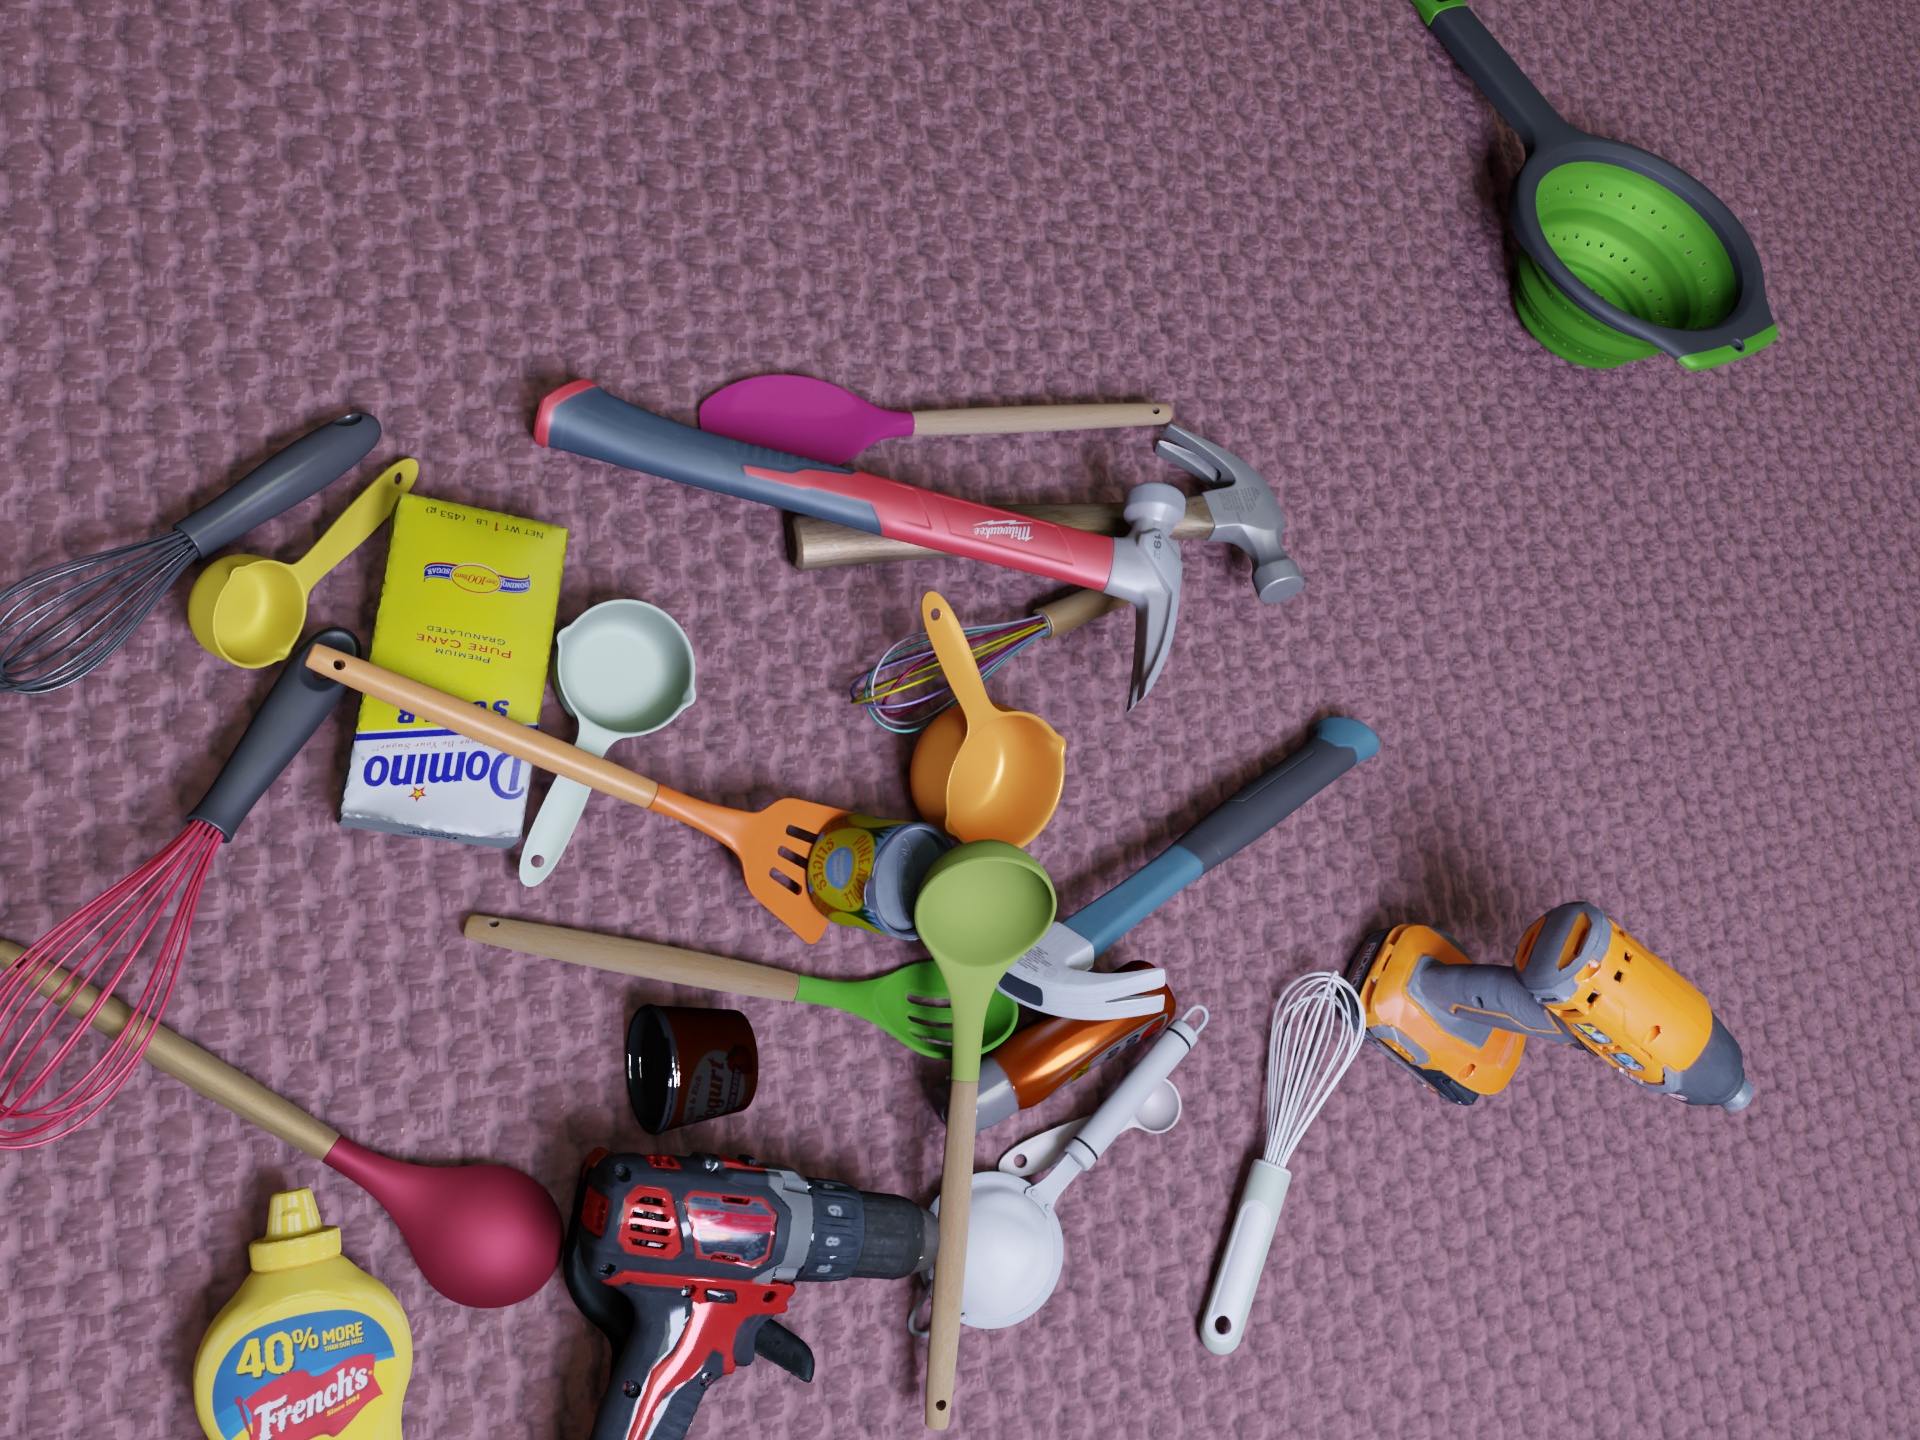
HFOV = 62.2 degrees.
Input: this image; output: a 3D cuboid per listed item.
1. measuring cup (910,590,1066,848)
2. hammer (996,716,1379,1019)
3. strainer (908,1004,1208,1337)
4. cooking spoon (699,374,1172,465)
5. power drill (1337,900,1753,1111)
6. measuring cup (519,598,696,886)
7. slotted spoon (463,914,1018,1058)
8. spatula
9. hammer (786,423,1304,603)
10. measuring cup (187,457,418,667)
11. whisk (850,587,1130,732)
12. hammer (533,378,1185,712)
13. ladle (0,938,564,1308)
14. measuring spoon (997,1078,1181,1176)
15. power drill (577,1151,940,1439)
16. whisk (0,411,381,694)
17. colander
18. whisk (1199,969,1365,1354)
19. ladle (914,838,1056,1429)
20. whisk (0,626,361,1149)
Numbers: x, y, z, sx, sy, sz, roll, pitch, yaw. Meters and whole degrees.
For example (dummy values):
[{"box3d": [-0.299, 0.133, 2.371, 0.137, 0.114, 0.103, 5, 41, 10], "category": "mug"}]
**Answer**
[{"box3d": [-0.001, -0.003, 0.927, 0.095, 0.052, 0.173, -35, 120, -24], "category": "measuring cup"}, {"box3d": [0.148, 0.080, 0.993, 0.331, 0.128, 0.033, -31, 135, -32], "category": "hammer"}, {"box3d": [0.065, 0.258, 0.929, 0.087, 0.050, 0.258, 47, 67, -1], "category": "strainer"}, {"box3d": [-0.008, -0.189, 1.008, 0.318, 0.017, 0.069, -7, 77, -21], "category": "cooking spoon"}, {"box3d": [0.359, 0.187, 0.978, 0.164, 0.226, 0.084, 38, 67, -12], "category": "power drill"}, {"box3d": [-0.206, 0.013, 0.878, 0.083, 0.038, 0.168, 27, 77, -19], "category": "measuring cup"}, {"box3d": [-0.117, 0.143, 0.890, 0.313, 0.031, 0.070, 13, 40, -17], "category": "slotted spoon"}, {"box3d": [-0.190, 0.032, 0.850, 0.322, 0.041, 0.081, 26, 76, -25], "category": "spatula"}, {"box3d": [0.053, -0.125, 1.008, 0.331, 0.031, 0.130, -6, 62, -20], "category": "hammer"}, {"box3d": [-0.345, -0.091, 0.841, 0.029, 0.062, 0.157, 15, 51, 22], "category": "measuring cup"}, {"box3d": [0.037, -0.052, 0.991, 0.245, 0.047, 0.051, -25, 71, -30], "category": "whisk"}, {"box3d": [-0.056, -0.114, 0.930, 0.386, 0.038, 0.143, 13, 68, -10], "category": "hammer"}, {"box3d": [-0.334, 0.197, 0.788, 0.315, 0.031, 0.069, 35, 67, -11], "category": "ladle"}, {"box3d": [0.077, 0.249, 0.964, 0.124, 0.018, 0.034, -17, 82, -19], "category": "measuring spoon"}, {"box3d": [-0.110, 0.334, 0.794, 0.187, 0.080, 0.227, 14, 79, -25], "category": "power drill"}, {"box3d": [-0.395, -0.092, 0.814, 0.055, 0.055, 0.239, 50, 60, -7], "category": "whisk"}, {"box3d": [0.454, -0.405, 1.236, 0.204, 0.094, 0.397, -21, 70, -25], "category": "colander"}, {"box3d": [0.197, 0.271, 0.992, 0.058, 0.059, 0.246, 16, 73, 20], "category": "whisk"}, {"box3d": [0.002, 0.224, 0.865, 0.078, 0.062, 0.320, 6, 85, -11], "category": "ladle"}, {"box3d": [-0.375, 0.068, 0.768, 0.073, 0.073, 0.296, 33, 57, -14], "category": "whisk"}]
